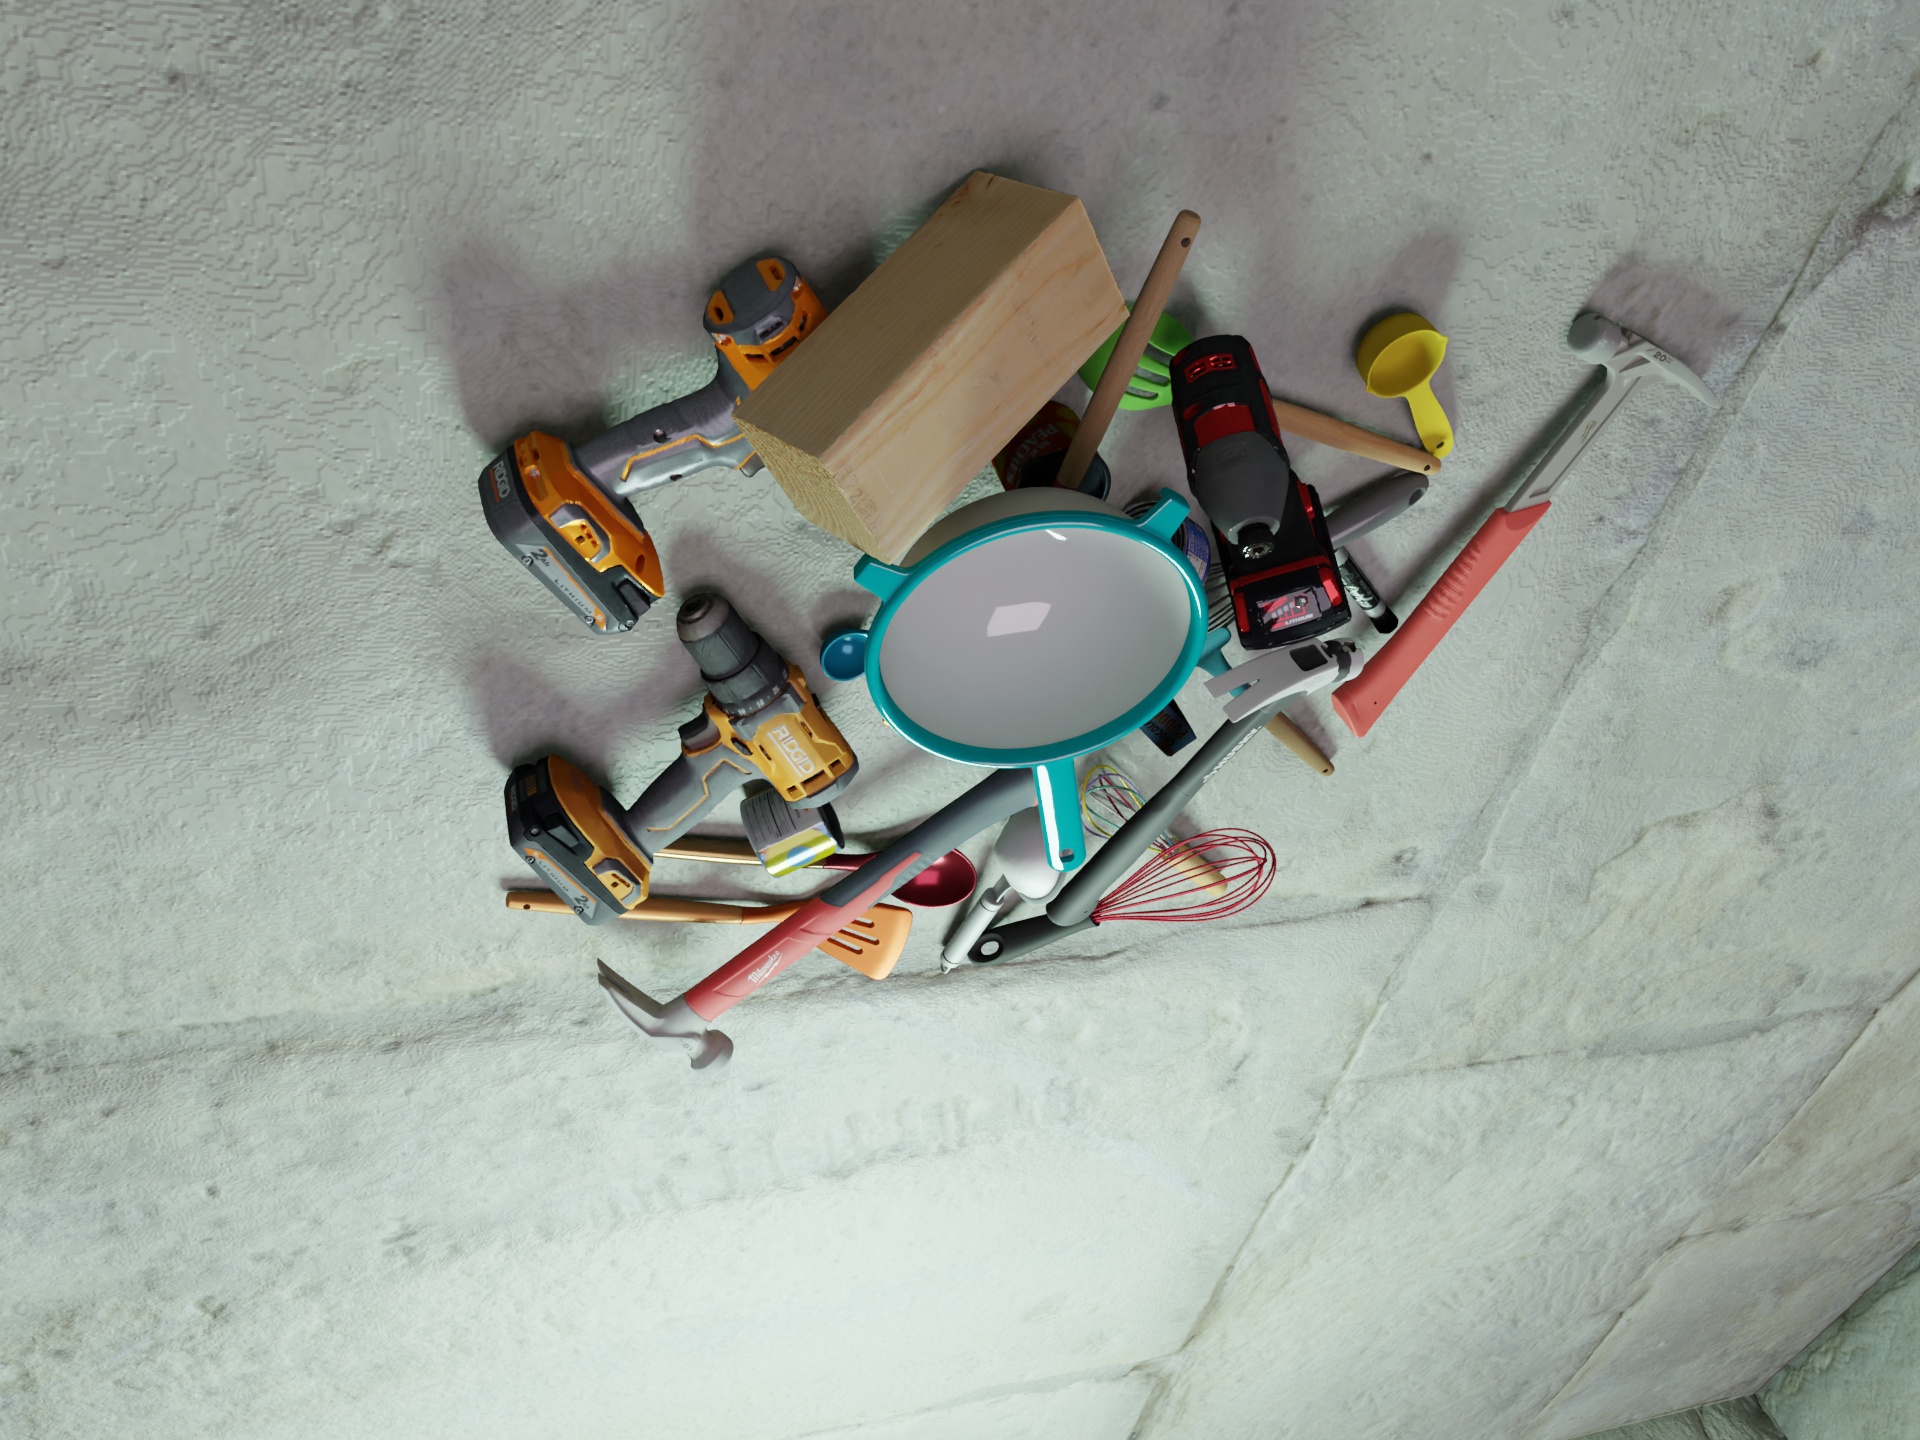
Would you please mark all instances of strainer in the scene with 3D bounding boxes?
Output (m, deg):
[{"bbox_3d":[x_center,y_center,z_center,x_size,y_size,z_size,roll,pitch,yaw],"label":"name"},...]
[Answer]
[{"bbox_3d":[0.049,-0.031,1.035,0.211,0.095,0.340,-12,139,0],"label":"strainer"},{"bbox_3d":[0.028,0.146,1.326,0.050,0.087,0.258,-4,145,-29],"label":"strainer"}]

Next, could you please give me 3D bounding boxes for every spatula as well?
[{"bbox_3d":[0.233,-0.006,1.254,0.082,0.044,0.317,-32,143,21],"label":"spatula"},{"bbox_3d":[-0.197,0.159,1.267,0.322,0.041,0.081,7,123,-26],"label":"spatula"}]

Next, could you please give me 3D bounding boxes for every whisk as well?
[{"bbox_3d":[0.169,0.098,1.355,0.051,0.047,0.244,-27,142,23],"label":"whisk"},{"bbox_3d":[0.130,0.158,1.345,0.296,0.073,0.073,-22,140,26],"label":"whisk"},{"bbox_3d":[0.236,-0.121,1.165,0.239,0.055,0.055,-29,136,1],"label":"whisk"}]

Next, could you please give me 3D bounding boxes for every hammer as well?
[{"bbox_3d":[0.410,-0.130,1.209,0.149,0.037,0.359,17,119,-33],"label":"hammer"},{"bbox_3d":[0.161,0.058,1.212,0.146,0.035,0.334,-13,151,-44],"label":"hammer"},{"bbox_3d":[-0.100,0.134,1.243,0.386,0.038,0.143,-36,124,9],"label":"hammer"}]

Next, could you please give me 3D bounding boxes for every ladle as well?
[{"bbox_3d":[-0.133,0.110,1.255,0.315,0.031,0.069,8,124,-25],"label":"ladle"}]

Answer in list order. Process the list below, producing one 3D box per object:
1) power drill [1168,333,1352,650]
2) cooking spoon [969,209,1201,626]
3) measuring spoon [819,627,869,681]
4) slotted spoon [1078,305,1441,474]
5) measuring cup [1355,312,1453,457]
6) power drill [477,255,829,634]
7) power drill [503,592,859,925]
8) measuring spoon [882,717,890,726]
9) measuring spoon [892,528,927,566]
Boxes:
[{"bbox_3d":[0.192,-0.135,1.030,0.078,0.143,0.219,-16,154,15],"label":"power drill"},{"bbox_3d":[0.076,-0.168,0.984,0.068,0.017,0.318,4,132,-25],"label":"cooking spoon"},{"bbox_3d":[-0.045,-0.073,1.122,0.128,0.021,0.042,-33,135,-2],"label":"measuring spoon"},{"bbox_3d":[0.213,-0.210,1.076,0.313,0.031,0.070,11,129,-30],"label":"slotted spoon"},{"bbox_3d":[0.316,-0.230,1.108,0.062,0.029,0.156,-32,147,13],"label":"measuring cup"},{"bbox_3d":[-0.152,-0.152,0.955,0.226,0.084,0.164,-34,135,6],"label":"power drill"},{"bbox_3d":[-0.206,0.025,1.107,0.226,0.084,0.185,-30,129,2],"label":"power drill"},{"bbox_3d":[-0.002,-0.004,1.205,0.117,0.011,0.021,-6,134,-16],"label":"measuring spoon"},{"bbox_3d":[-0.027,-0.131,1.067,0.034,0.018,0.124,5,131,-26],"label":"measuring spoon"}]
